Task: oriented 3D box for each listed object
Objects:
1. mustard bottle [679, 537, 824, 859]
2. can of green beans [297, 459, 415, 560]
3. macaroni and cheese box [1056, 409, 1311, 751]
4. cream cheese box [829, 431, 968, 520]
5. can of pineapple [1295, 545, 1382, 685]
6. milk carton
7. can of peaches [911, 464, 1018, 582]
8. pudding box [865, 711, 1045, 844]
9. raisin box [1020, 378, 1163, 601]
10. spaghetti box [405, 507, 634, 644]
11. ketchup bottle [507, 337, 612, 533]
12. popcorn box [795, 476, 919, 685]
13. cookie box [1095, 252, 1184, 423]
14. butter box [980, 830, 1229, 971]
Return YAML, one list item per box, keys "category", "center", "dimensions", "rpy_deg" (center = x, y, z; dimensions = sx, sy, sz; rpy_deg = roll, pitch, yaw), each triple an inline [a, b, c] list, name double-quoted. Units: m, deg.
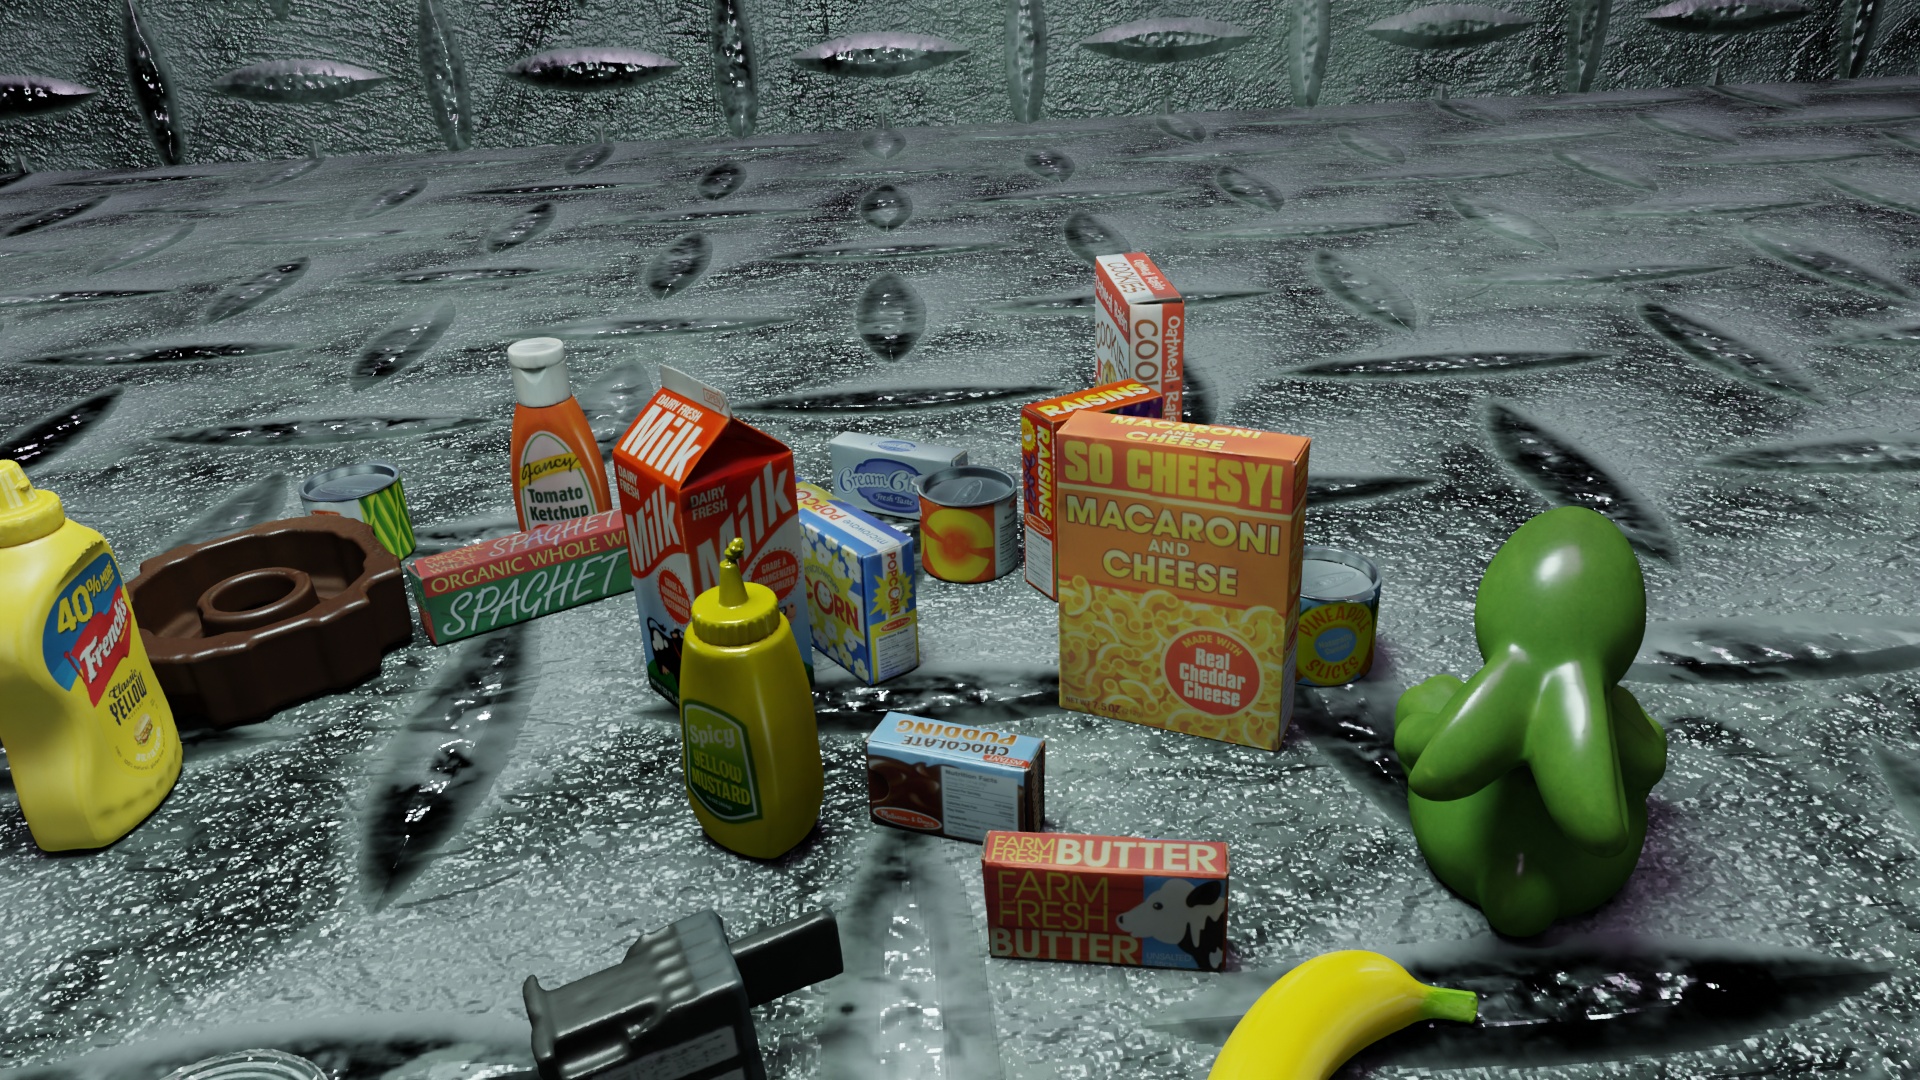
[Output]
- category: "mustard bottle"
  center: [-0.102, 0.071, 0.649]
  dimensions: [0.065, 0.159, 0.049]
  rpy_deg: [13, 30, 30]
- category: "can of green beans"
  center: [-0.421, -0.016, 0.973]
  dimensions: [0.071, 0.057, 0.071]
  rpy_deg: [-2, 26, 1]
- category: "macaroni and cheese box"
  center: [0.114, 0.020, 0.727]
  dimensions: [0.124, 0.165, 0.040]
  rpy_deg: [9, 28, 22]
- category: "cream cheese box"
  center: [-0.044, -0.045, 1.001]
  dimensions: [0.104, 0.053, 0.024]
  rpy_deg: [11, 29, 25]
- category: "can of pineapple"
  center: [0.205, 0.043, 0.794]
  dimensions: [0.071, 0.057, 0.071]
  rpy_deg: [-2, 26, 1]
- category: "milk carton"
  center: [-0.136, 0.000, 0.764]
  dimensions: [0.074, 0.189, 0.072]
  rpy_deg: [-23, 32, -35]
- category: "can of peaches"
  center: [0.003, -0.012, 0.924]
  dimensions: [0.071, 0.057, 0.071]
  rpy_deg: [-2, 26, 1]
- category: "pudding box"
  center: [-0.002, 0.116, 0.674]
  dimensions: [0.084, 0.049, 0.030]
  rpy_deg: [7, 27, 19]
- category: "raisin box"
  center: [0.085, -0.033, 0.886]
  dimensions: [0.086, 0.122, 0.040]
  rpy_deg: [-16, 29, -25]
- category: "spaghetti box"
  center: [-0.229, 0.008, 0.915]
  dimensions: [0.251, 0.050, 0.029]
  rpy_deg: [-17, 29, -27]
- category: "ketchup bottle"
  center: [-0.279, -0.064, 0.954]
  dimensions: [0.065, 0.148, 0.044]
  rpy_deg: [-4, 26, -3]
- category: "popcorn box"
  center: [-0.077, 0.021, 0.834]
  dimensions: [0.038, 0.084, 0.127]
  rpy_deg: [-21, 31, -33]
- category: "cookie box"
  center: [0.126, -0.107, 0.984]
  dimensions: [0.040, 0.166, 0.123]
  rpy_deg: [-5, 26, -4]
- category: "butter box"
  center: [0.061, 0.153, 0.590]
  dimensions: [0.103, 0.053, 0.024]
  rpy_deg: [1, 26, 8]
